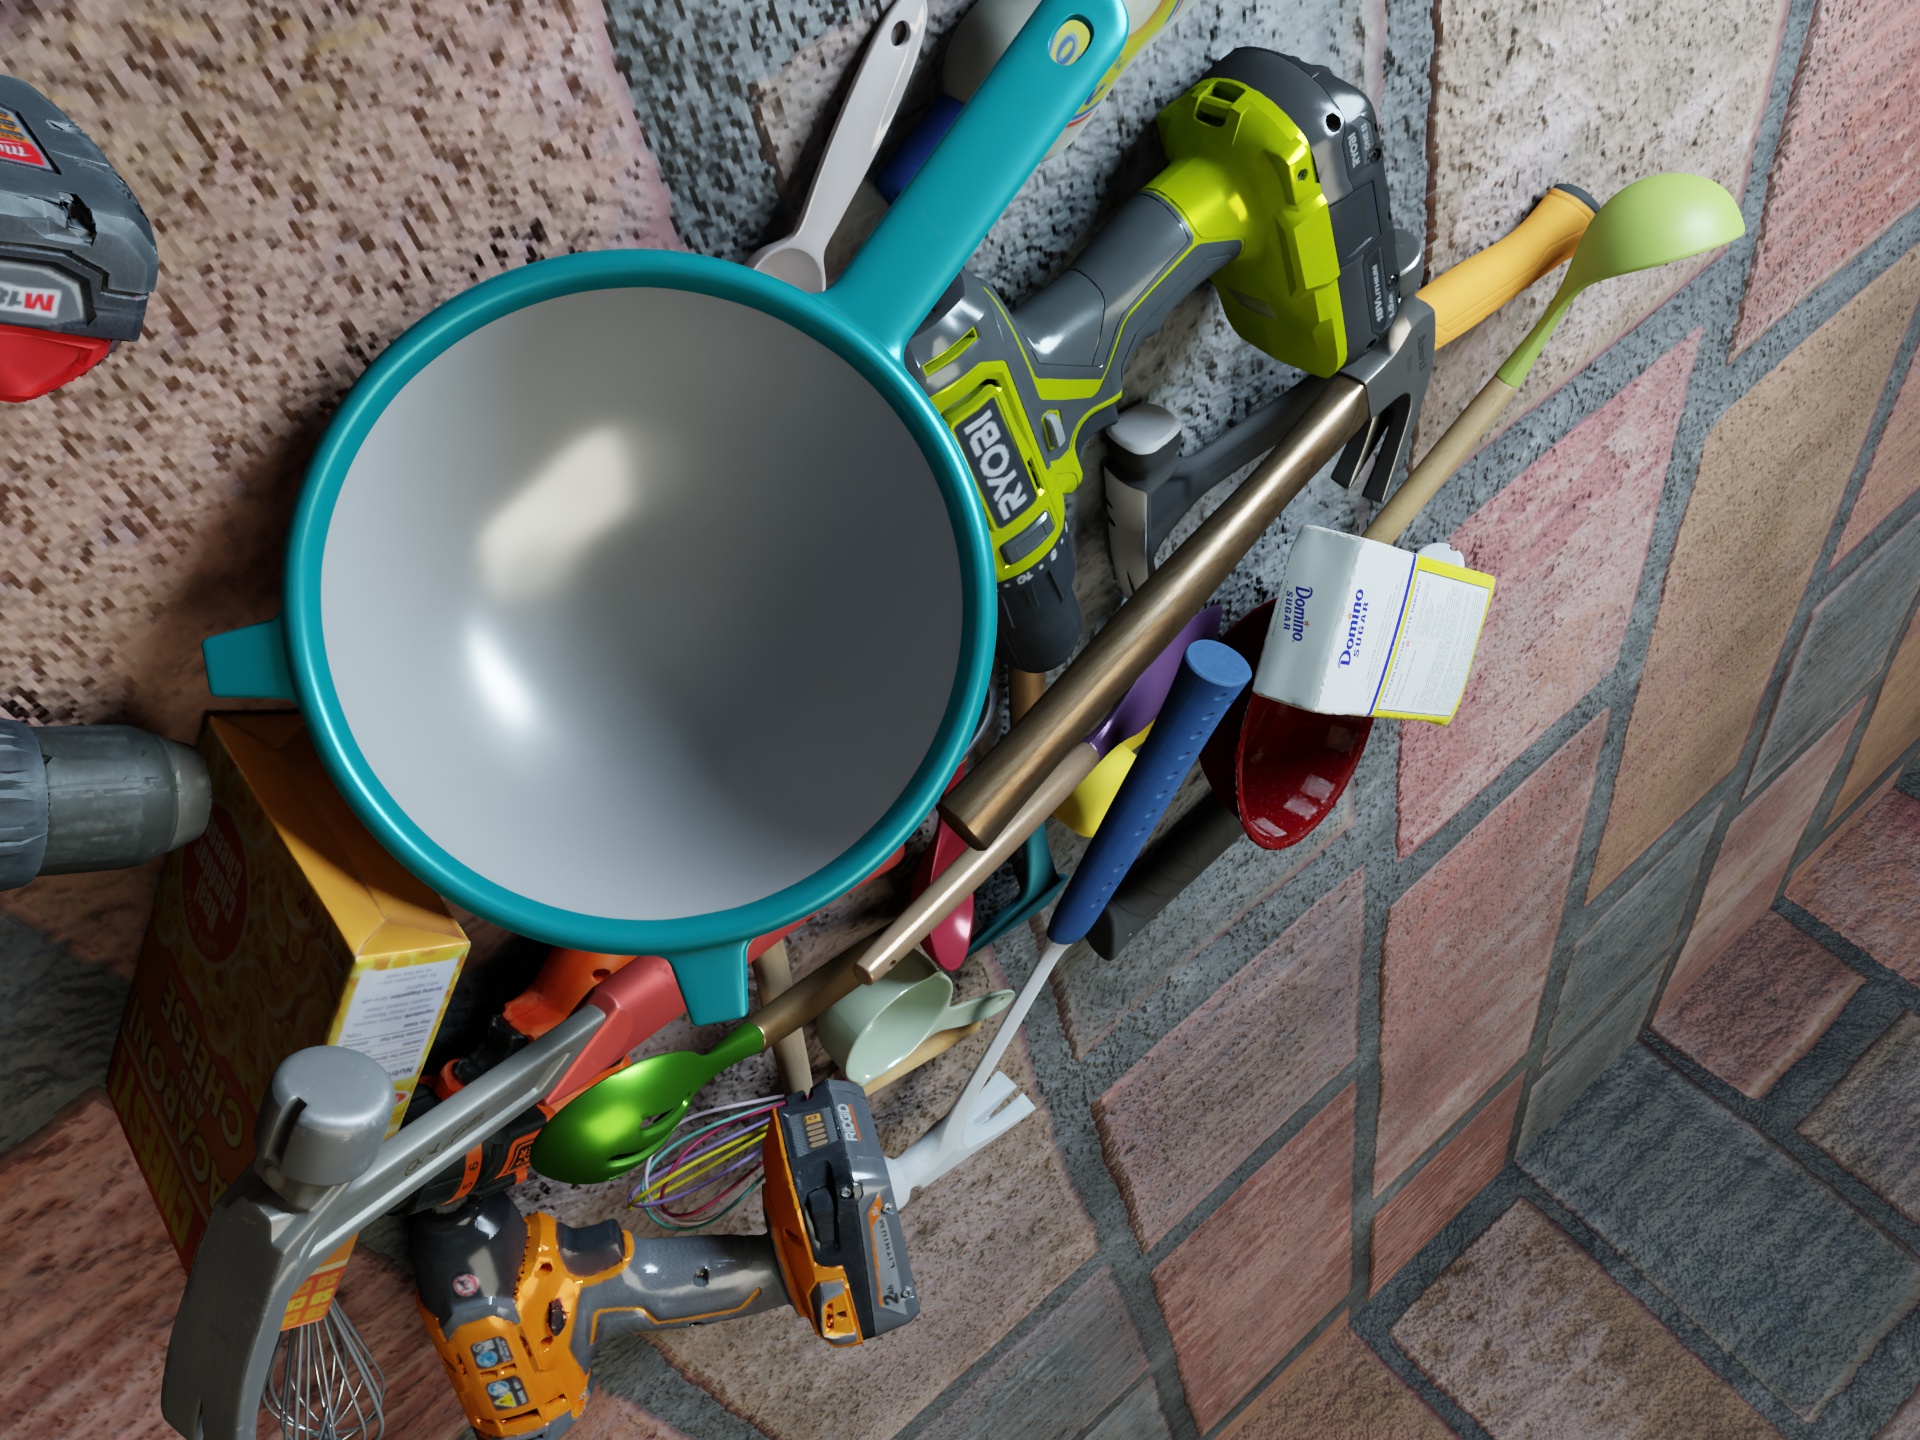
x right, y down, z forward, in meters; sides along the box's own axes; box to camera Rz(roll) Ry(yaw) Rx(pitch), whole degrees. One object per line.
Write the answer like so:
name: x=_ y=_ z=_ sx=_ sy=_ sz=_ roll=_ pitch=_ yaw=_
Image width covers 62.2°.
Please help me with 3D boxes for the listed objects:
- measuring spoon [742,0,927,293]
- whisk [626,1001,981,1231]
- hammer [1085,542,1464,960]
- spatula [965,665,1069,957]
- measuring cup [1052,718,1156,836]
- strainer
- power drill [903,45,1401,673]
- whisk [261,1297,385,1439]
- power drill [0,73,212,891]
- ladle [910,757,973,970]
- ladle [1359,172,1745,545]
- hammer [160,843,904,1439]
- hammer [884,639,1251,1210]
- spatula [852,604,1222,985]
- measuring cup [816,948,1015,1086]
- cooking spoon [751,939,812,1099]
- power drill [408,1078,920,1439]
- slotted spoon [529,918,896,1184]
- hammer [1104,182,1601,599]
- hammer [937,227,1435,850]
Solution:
measuring spoon: x=-0.045 y=-0.188 z=0.538 sx=0.034 sy=0.018 sz=0.124 roll=14 pitch=107 yaw=-52
whisk: x=-0.079 y=0.214 z=0.889 sx=0.245 sy=0.051 sz=0.047 roll=-22 pitch=134 yaw=-38
hammer: x=0.209 y=0.035 z=1.035 sx=0.335 sy=0.035 sz=0.146 roll=-42 pitch=146 yaw=-9
spatula: x=0.028 y=0.024 z=0.832 sx=0.082 sy=0.044 sz=0.317 roll=-28 pitch=138 yaw=-25
measuring cup: x=0.117 y=0.011 z=0.909 sx=0.156 sy=0.029 sz=0.062 roll=-37 pitch=146 yaw=-16
strainer: x=-0.061 y=-0.088 z=0.517 sx=0.340 sy=0.211 sz=0.095 roll=-54 pitch=-172 yaw=-1
power drill: x=0.067 y=-0.138 z=0.638 sx=0.228 sy=0.080 sz=0.190 roll=-40 pitch=138 yaw=-11
whisk: x=-0.283 y=0.247 z=0.691 sx=0.058 sy=0.059 sz=0.246 roll=-66 pitch=168 yaw=-55
power drill: x=-0.262 y=-0.039 z=0.387 sx=0.187 sy=0.080 sz=0.226 roll=-2 pitch=129 yaw=-48
ladle: x=-0.001 y=-0.002 z=0.754 sx=0.069 sy=0.031 sz=0.315 roll=-67 pitch=166 yaw=-51
ladle: x=0.291 y=-0.157 z=0.869 sx=0.320 sy=0.062 sz=0.078 roll=-55 pitch=174 yaw=33
hammer: x=-0.120 y=0.109 z=0.574 sx=0.359 sy=0.037 sz=0.149 roll=-32 pitch=152 yaw=-60
hammer: x=0.056 y=0.124 z=0.892 sx=0.144 sy=0.035 sz=0.405 roll=-19 pitch=143 yaw=-49
spatula: x=0.051 y=0.029 z=0.808 sx=0.316 sy=0.018 sz=0.059 roll=-42 pitch=149 yaw=-36
measuring cup: x=-0.021 y=0.158 z=0.905 sx=0.083 sy=0.038 sz=0.167 roll=-57 pitch=153 yaw=16
cooking spoon: x=-0.086 y=0.169 z=0.805 sx=0.069 sy=0.017 sz=0.318 roll=-41 pitch=139 yaw=-38
power drill: x=-0.144 y=0.252 z=0.763 sx=0.226 sy=0.084 sz=0.164 roll=-14 pitch=121 yaw=-8
slotted spoon: x=-0.082 y=0.136 z=0.737 sx=0.070 sy=0.031 sz=0.314 roll=-57 pitch=165 yaw=25
hammer: x=0.208 y=-0.177 z=0.813 sx=0.337 sy=0.034 sz=0.127 roll=-35 pitch=144 yaw=-18
hammer: x=0.110 y=-0.069 z=0.735 sx=0.331 sy=0.031 sz=0.129 roll=-48 pitch=147 yaw=-9
